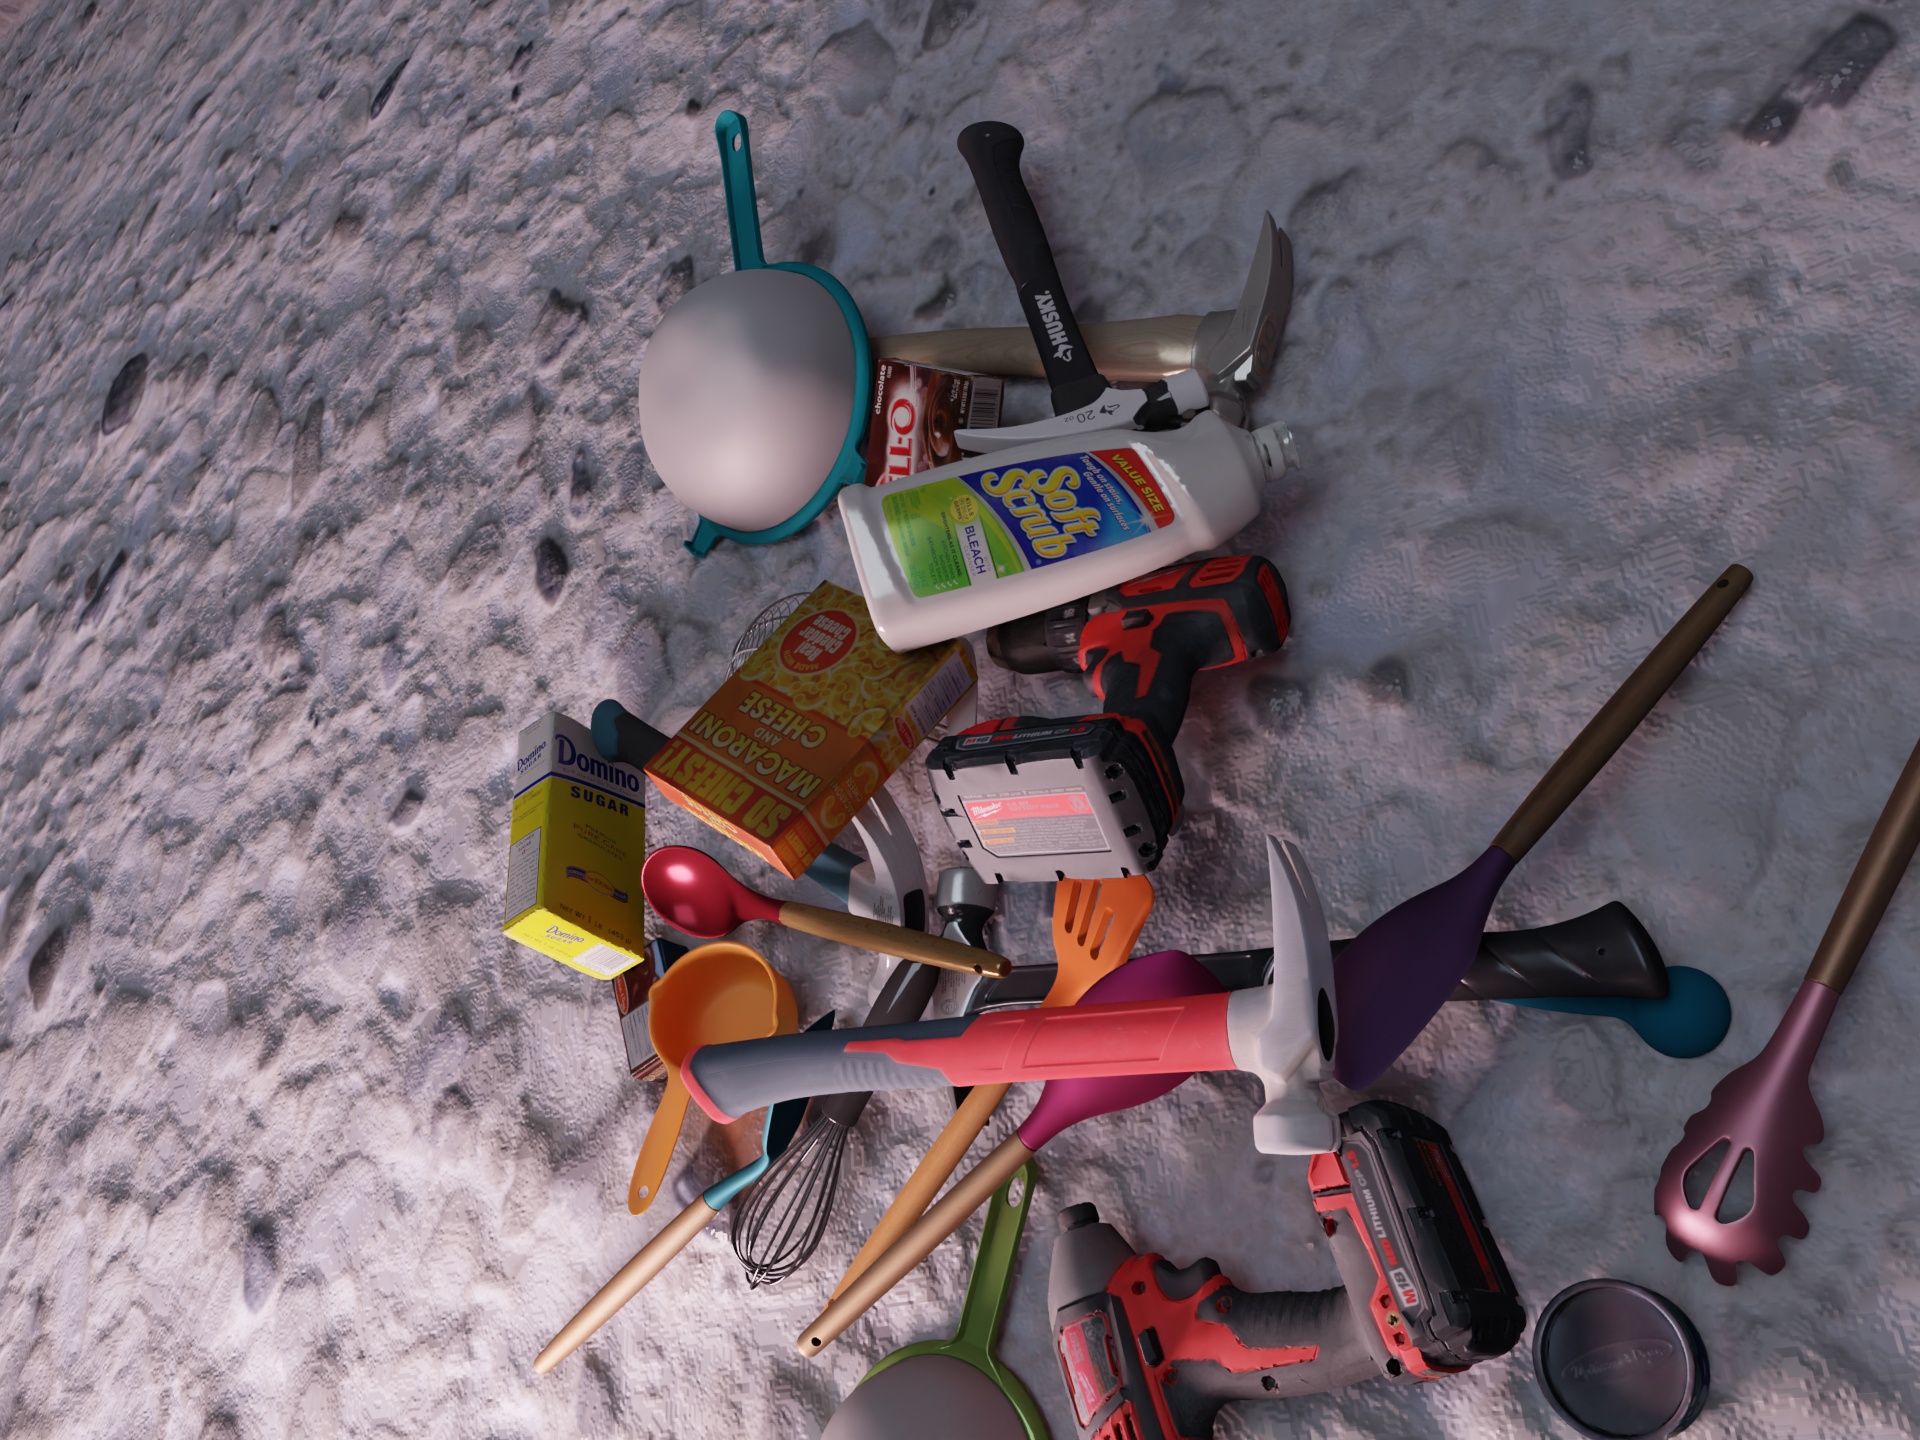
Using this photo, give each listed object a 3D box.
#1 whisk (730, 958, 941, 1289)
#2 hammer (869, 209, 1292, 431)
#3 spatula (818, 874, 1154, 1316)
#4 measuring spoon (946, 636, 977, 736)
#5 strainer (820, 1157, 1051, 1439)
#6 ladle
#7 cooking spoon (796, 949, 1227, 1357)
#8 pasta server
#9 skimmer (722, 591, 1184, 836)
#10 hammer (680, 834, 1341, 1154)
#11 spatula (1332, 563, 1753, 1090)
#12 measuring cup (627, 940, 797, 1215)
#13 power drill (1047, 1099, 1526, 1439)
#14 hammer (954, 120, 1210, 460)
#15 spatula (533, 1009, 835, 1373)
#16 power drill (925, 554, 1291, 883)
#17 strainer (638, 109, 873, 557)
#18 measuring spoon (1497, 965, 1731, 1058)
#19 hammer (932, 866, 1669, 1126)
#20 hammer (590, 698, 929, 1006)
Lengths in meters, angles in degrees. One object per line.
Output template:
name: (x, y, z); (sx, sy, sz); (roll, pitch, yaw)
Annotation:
whisk: (-0.069, 0.230, 0.933); (0.055, 0.055, 0.239); (34, 99, 40)
hammer: (0.030, -0.260, 1.088); (0.411, 0.038, 0.146); (8, 75, 39)
spatula: (0.006, 0.203, 0.861); (0.322, 0.041, 0.081); (-57, 40, 9)
measuring spoon: (-0.002, -0.003, 0.947); (0.034, 0.018, 0.124); (-10, 55, 13)
strainer: (-0.014, 0.353, 0.839); (0.151, 0.069, 0.256); (8, 78, 38)
ladle: (-0.088, 0.119, 0.955); (0.315, 0.031, 0.069); (6, 119, 44)
cooking spoon: (0.018, 0.236, 0.835); (0.069, 0.017, 0.319); (43, 106, -1)
pasta server: (0.384, 0.093, 0.685); (0.060, 0.040, 0.316); (24, 82, 40)
skimmer: (-0.013, 0.009, 1.011); (0.363, 0.090, 0.127); (19, 87, 30)
hammer: (0.006, 0.154, 0.821); (0.386, 0.038, 0.143); (-12, 70, 33)
spatula: (0.270, 0.043, 0.749); (0.316, 0.018, 0.060); (-47, 39, -6)
measuring cup: (-0.160, 0.227, 0.994); (0.095, 0.052, 0.174); (10, 68, 24)
power drill: (0.138, 0.272, 0.761); (0.219, 0.078, 0.143); (-34, 54, 24)
hammer: (0.043, -0.284, 1.023); (0.146, 0.035, 0.335); (-17, 52, 4)
spatula: (-0.177, 0.306, 0.995); (0.044, 0.082, 0.317); (46, 107, 6)
power drill: (0.065, -0.011, 0.875); (0.188, 0.080, 0.227); (-6, 31, 34)
strainer: (-0.177, -0.301, 1.165); (0.211, 0.095, 0.340); (-16, 77, 39)
measuring spoon: (0.288, 0.126, 0.742); (0.129, 0.021, 0.042); (5, 74, 36)
hammer: (0.148, 0.135, 0.823); (0.409, 0.036, 0.149); (-10, 67, 36)
hammer: (-0.140, 0.061, 1.037); (0.331, 0.033, 0.128); (27, 120, 39)
